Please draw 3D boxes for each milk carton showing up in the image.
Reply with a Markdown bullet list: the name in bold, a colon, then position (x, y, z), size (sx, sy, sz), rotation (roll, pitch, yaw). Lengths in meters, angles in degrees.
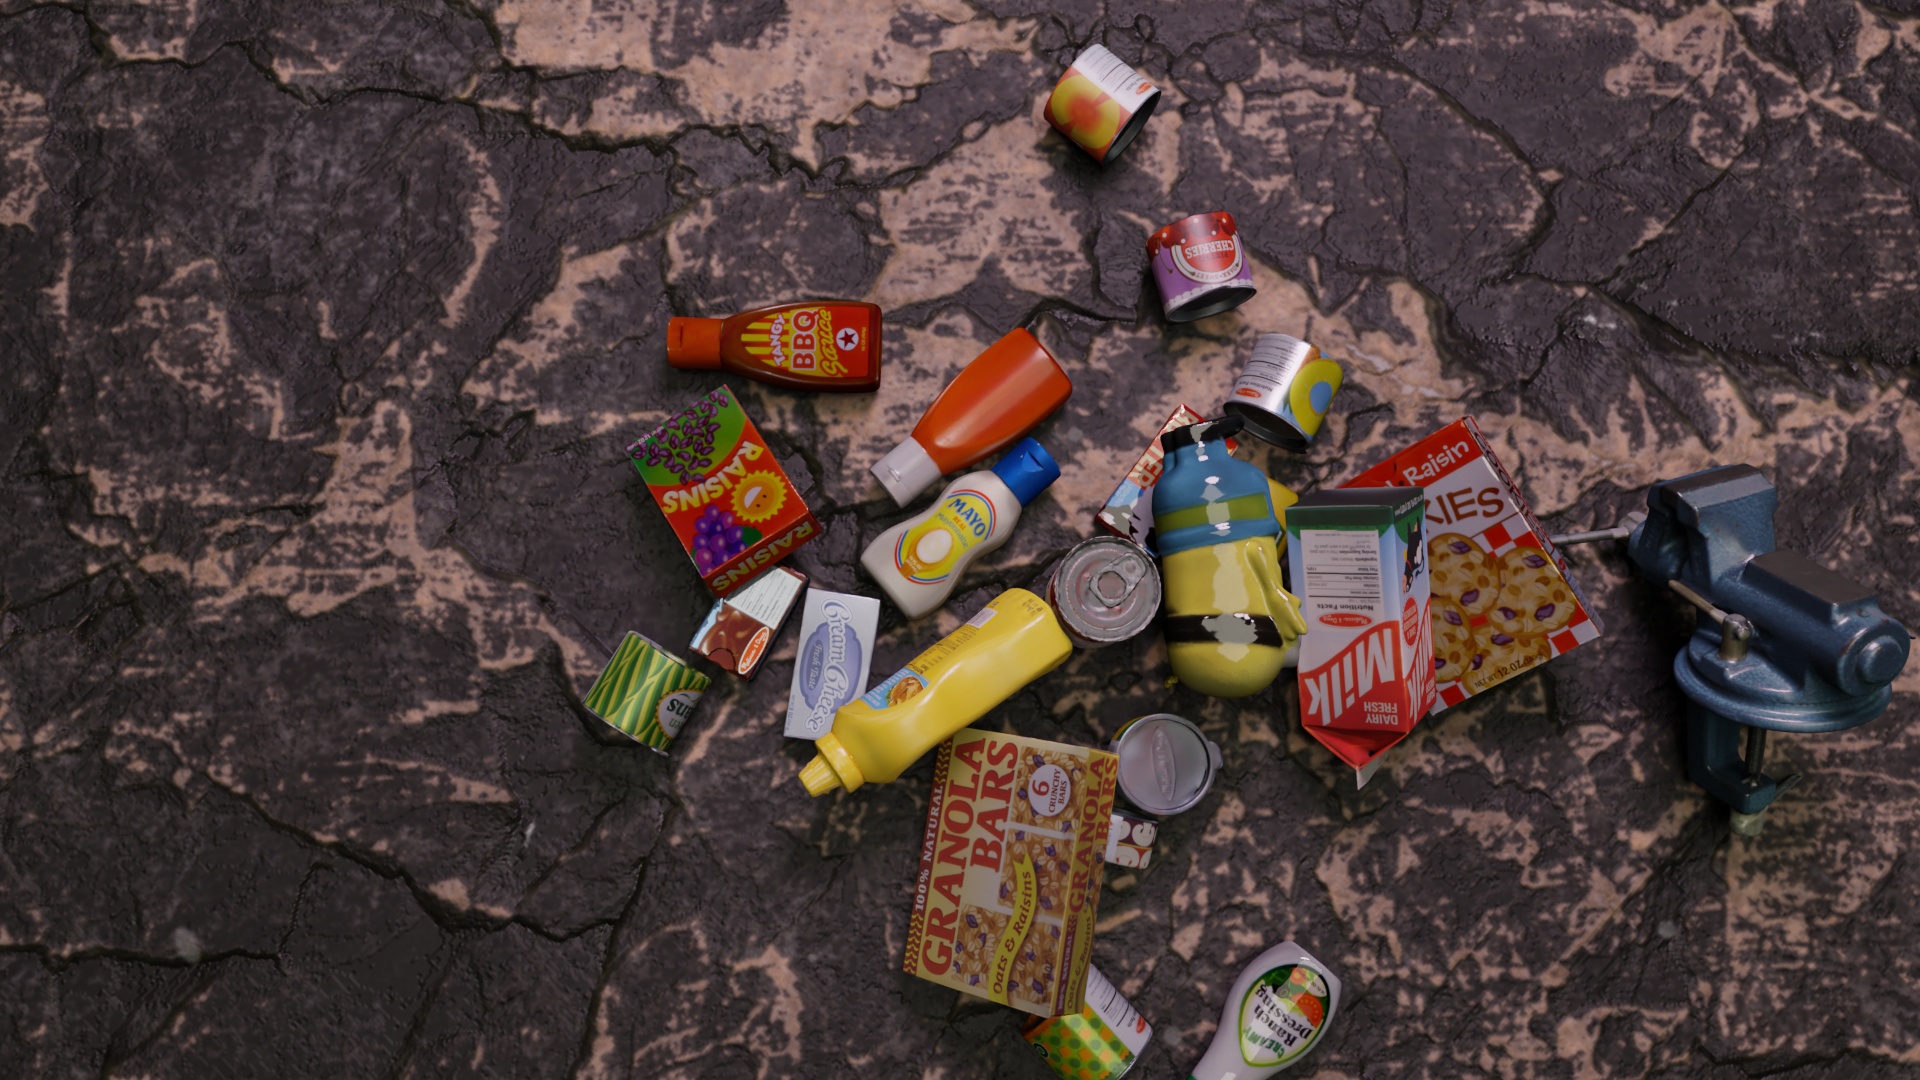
- **milk carton**: position (0.268, 0.064, 0.921), size (0.073, 0.072, 0.190), rotation (-1, 100, 34)

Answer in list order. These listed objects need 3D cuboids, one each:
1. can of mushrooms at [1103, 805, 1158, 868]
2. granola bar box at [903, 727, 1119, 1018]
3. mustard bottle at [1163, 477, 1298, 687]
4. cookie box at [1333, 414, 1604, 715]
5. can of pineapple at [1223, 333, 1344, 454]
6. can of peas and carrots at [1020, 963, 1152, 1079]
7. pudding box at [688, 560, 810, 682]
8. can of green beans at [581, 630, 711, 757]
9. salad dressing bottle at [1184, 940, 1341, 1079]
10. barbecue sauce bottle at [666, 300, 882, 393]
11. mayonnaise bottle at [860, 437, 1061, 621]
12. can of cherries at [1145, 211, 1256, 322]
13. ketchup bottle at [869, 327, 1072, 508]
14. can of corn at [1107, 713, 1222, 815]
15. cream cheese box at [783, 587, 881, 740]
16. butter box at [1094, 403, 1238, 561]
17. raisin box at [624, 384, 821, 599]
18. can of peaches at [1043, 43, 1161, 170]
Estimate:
- **can of mushrooms**: position (0.098, 0.194, 0.929), size (0.071, 0.071, 0.033), rotation (14, 84, 1)
- **granola bar box**: position (0.032, 0.210, 0.904), size (0.124, 0.039, 0.165), rotation (3, 79, 40)
- **mustard bottle**: position (0.179, 0.030, 0.961), size (0.065, 0.048, 0.160), rotation (25, 82, 2)
- **cookie box**: position (0.332, 0.017, 0.942), size (0.122, 0.040, 0.167), rotation (-33, 83, 28)
- **can of pineapple**: position (0.228, -0.103, 0.975), size (0.071, 0.071, 0.058), rotation (29, 83, 3)
- **can of peas and carrots**: position (0.080, 0.323, 0.909), size (0.071, 0.071, 0.059), rotation (-43, 84, -6)
- **pudding box**: position (-0.145, 0.051, 0.961), size (0.050, 0.030, 0.084), rotation (29, 82, 2)
- **can of green beans**: position (-0.210, 0.102, 0.934), size (0.071, 0.071, 0.058), rotation (32, 82, 3)
- **salad dressing bottle**: position (0.190, 0.336, 0.919), size (0.064, 0.044, 0.148), rotation (40, 83, 6)
- **barbecue sauce bottle**: position (-0.130, -0.138, 0.982), size (0.149, 0.043, 0.065), rotation (1, 83, -1)
- **mayonnaise bottle**: position (0.003, -0.012, 0.968), size (0.148, 0.041, 0.065), rotation (-41, 83, -6)
- **can of cherries**: position (0.170, -0.194, 0.983), size (0.071, 0.071, 0.058), rotation (-14, 82, -3)
- **ketchup bottle**: position (0.004, -0.082, 0.977), size (0.149, 0.043, 0.065), rotation (-39, 81, -6)
- **can of corn**: position (0.136, 0.150, 0.938), size (0.071, 0.058, 0.071), rotation (0, 82, -1)
- **cream cheese box**: position (-0.088, 0.087, 0.960), size (0.053, 0.024, 0.104), rotation (8, 82, -1)
- **butter box**: position (0.146, -0.041, 0.984), size (0.053, 0.024, 0.103), rotation (36, 83, 3)
- **raisin box**: position (-0.163, -0.034, 0.951), size (0.086, 0.040, 0.124), rotation (-33, 64, -6)
- **can of peaches**: position (0.101, -0.312, 1.003), size (0.058, 0.071, 0.071), rotation (40, 83, 4)
